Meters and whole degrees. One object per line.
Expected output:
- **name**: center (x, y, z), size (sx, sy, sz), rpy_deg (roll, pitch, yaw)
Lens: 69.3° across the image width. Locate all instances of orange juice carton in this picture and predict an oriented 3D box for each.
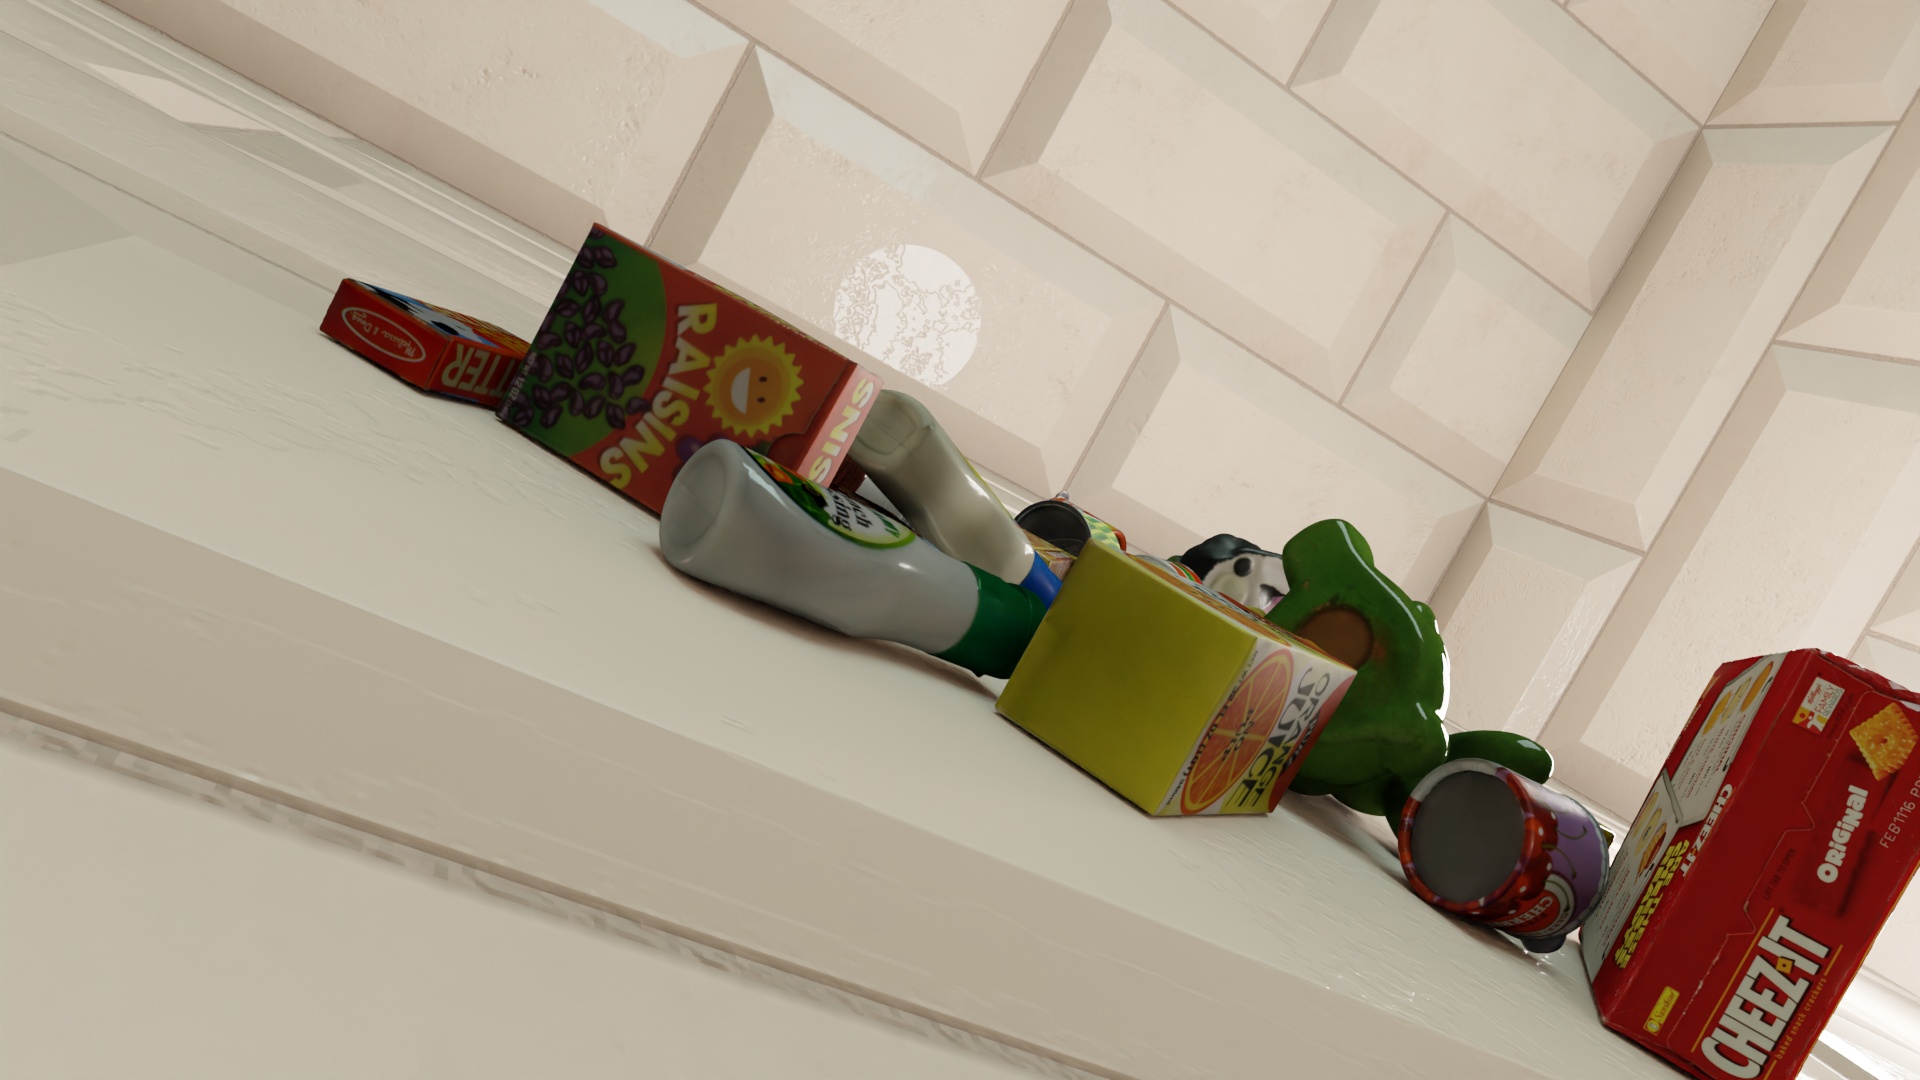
- **orange juice carton**: center (0.098, 0.061, 0.553), size (0.073, 0.071, 0.192), rpy_deg (32, 6, 29)

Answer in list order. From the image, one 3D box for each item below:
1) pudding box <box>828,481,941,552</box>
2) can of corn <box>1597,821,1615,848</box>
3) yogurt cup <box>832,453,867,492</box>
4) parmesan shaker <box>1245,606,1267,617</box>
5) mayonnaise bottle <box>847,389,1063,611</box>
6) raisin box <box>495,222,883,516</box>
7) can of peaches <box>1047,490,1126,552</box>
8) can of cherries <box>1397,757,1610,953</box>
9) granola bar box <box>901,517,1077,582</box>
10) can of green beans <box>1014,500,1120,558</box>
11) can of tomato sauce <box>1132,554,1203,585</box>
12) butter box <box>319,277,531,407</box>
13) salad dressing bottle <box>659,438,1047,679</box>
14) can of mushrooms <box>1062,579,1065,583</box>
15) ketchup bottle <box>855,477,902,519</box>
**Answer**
- **pudding box**: center (-0.044, 0.000, 0.621), size (0.049, 0.030, 0.084), rpy_deg (28, 4, -28)
- **can of corn**: center (0.289, 0.157, 0.710), size (0.071, 0.058, 0.071), rpy_deg (28, 4, -2)
- **yogurt cup**: center (-0.078, -0.044, 0.680), size (0.054, 0.072, 0.072), rpy_deg (40, -1, -24)
- **parmesan shaker**: center (0.220, 0.096, 0.939), size (0.103, 0.071, 0.071), rpy_deg (27, 5, -29)
- **mayonnaise bottle**: center (0.002, -0.008, 0.673), size (0.147, 0.041, 0.065), rpy_deg (49, -5, -38)
- **raisin box**: center (-0.103, -0.055, 0.528), size (0.123, 0.086, 0.040), rpy_deg (30, 3, 16)
- **can of peaches**: center (0.084, 0.006, 1.047), size (0.058, 0.071, 0.071), rpy_deg (33, 6, 33)
- **can of cherries**: center (0.231, 0.134, 0.593), size (0.058, 0.071, 0.071), rpy_deg (25, 5, -32)
- **granola bar box**: center (0.004, -0.001, 0.851), size (0.124, 0.039, 0.165), rpy_deg (29, 4, 10)
- **can of green beans**: center (0.071, 0.010, 0.960), size (0.071, 0.071, 0.058), rpy_deg (31, 4, 29)
- **can of tomato sauce**: center (0.128, 0.045, 0.926), size (0.071, 0.071, 0.083), rpy_deg (30, 6, 18)
- **butter box**: center (-0.198, -0.074, 0.555), size (0.053, 0.024, 0.103), rpy_deg (29, 5, 13)
- **salad dressing bottle**: center (-0.032, 0.012, 0.486), size (0.147, 0.044, 0.064), rpy_deg (25, 9, -38)
- **can of mushrooms**: center (0.075, 0.051, 0.758), size (0.071, 0.033, 0.071), rpy_deg (29, 5, -3)
- **ketchup bottle**: center (-0.097, -0.048, 0.743), size (0.149, 0.043, 0.065), rpy_deg (28, 5, -3)
